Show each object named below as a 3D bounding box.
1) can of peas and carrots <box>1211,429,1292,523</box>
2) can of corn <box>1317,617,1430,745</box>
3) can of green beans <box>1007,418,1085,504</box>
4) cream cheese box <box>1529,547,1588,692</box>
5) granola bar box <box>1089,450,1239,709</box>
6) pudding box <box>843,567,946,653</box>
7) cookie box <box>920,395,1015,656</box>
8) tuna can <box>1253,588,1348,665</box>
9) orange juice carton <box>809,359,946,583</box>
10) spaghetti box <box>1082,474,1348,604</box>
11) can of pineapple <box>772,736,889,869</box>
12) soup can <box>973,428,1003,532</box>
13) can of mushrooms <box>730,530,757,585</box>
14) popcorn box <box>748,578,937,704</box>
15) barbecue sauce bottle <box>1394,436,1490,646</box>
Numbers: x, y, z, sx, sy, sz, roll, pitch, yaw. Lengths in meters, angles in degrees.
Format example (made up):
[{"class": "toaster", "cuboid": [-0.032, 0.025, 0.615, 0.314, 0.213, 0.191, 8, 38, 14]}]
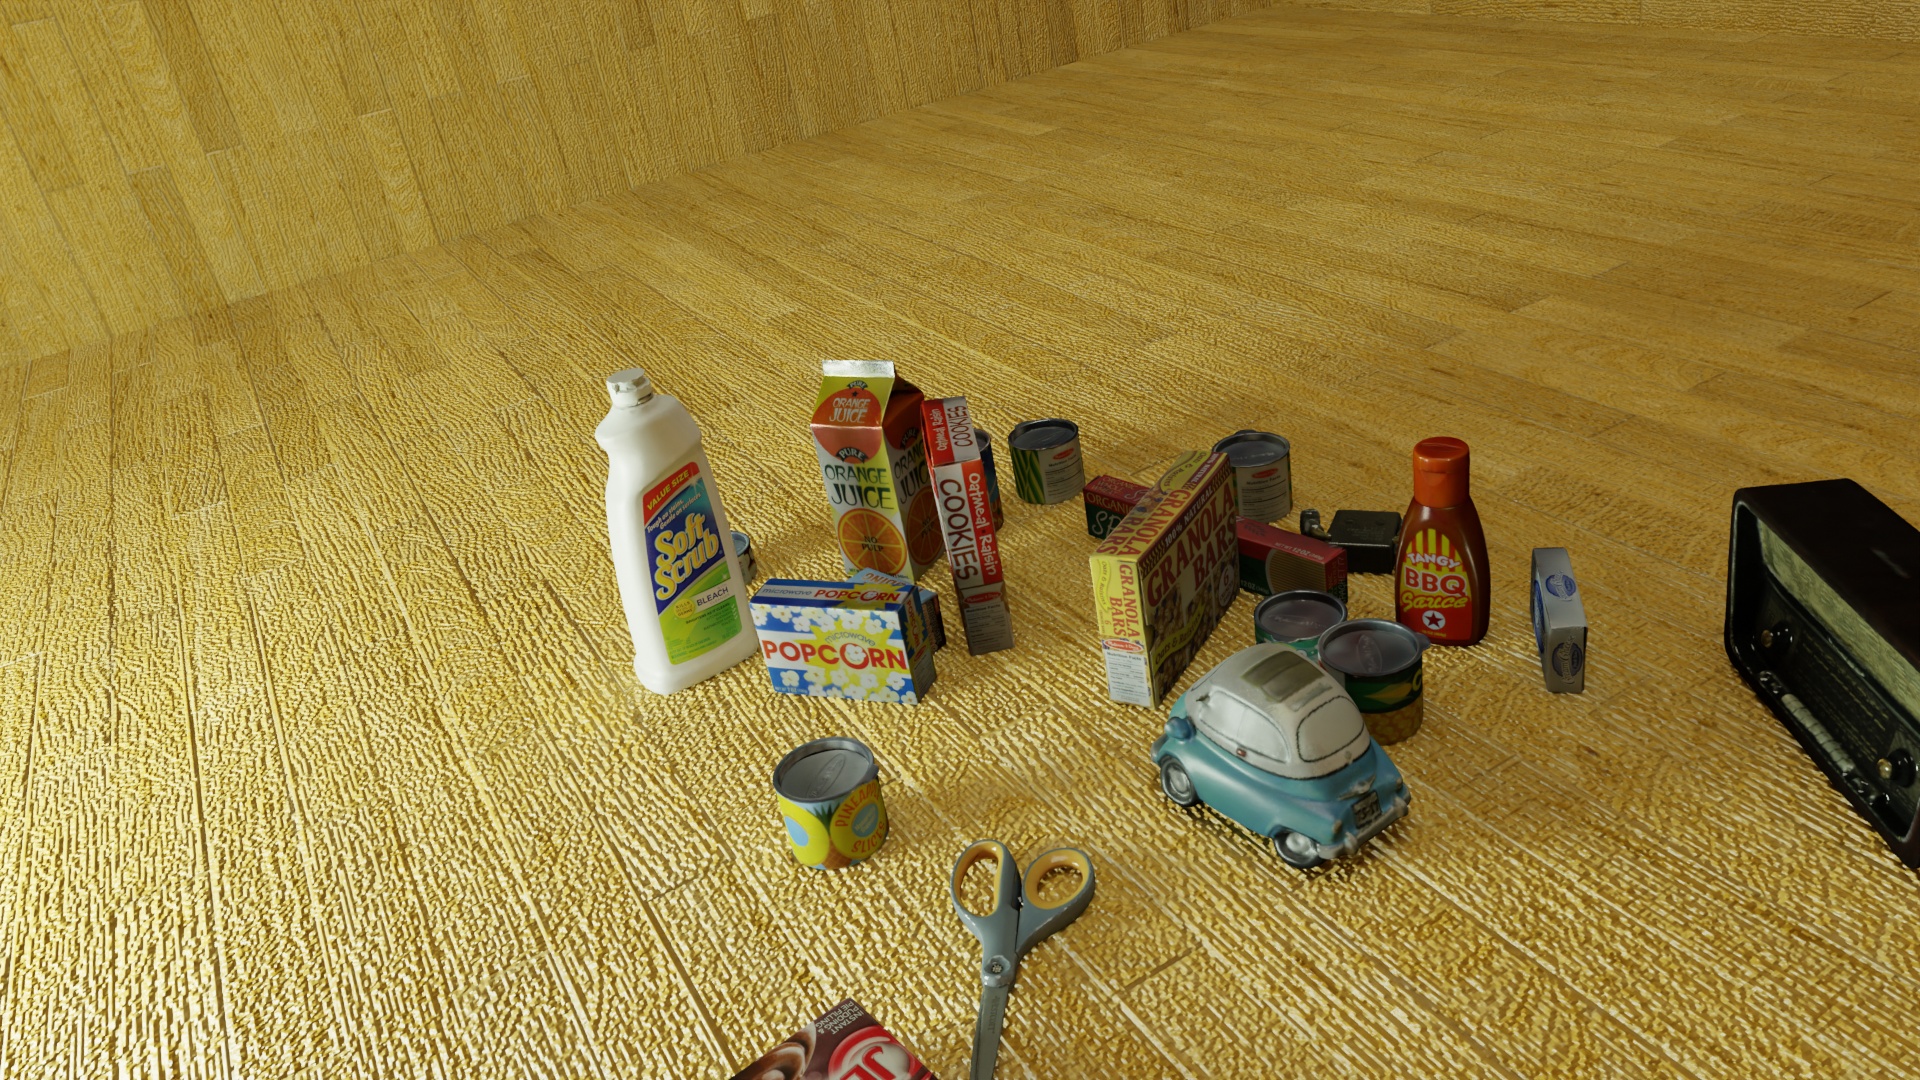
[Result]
[{"class": "can of peas and carrots", "cuboid": [0.250, -0.054, 1.192, 0.071, 0.058, 0.071, -8, 28, 5]}, {"class": "can of corn", "cuboid": [0.273, 0.093, 0.914, 0.071, 0.058, 0.071, -8, 28, 5]}, {"class": "can of green beans", "cuboid": [0.080, -0.074, 1.286, 0.071, 0.057, 0.071, -8, 28, 5]}, {"class": "cream cheese box", "cuboid": [0.407, 0.053, 0.946, 0.024, 0.053, 0.104, -2, 29, 16]}, {"class": "granola bar box", "cuboid": [0.154, 0.025, 1.010, 0.039, 0.123, 0.166, 8, 33, 31]}, {"class": "pudding box", "cuboid": [-0.053, 0.057, 1.100, 0.084, 0.049, 0.030, 17, 39, 41]}, {"class": "cookie box", "cuboid": [0.004, -0.014, 1.087, 0.040, 0.166, 0.123, -11, 28, -1]}, {"class": "tuna can", "cuboid": [0.244, 0.067, 0.999, 0.071, 0.032, 0.071, -8, 28, 5]}, {"class": "orange juice carton", "cuboid": [-0.069, -0.065, 1.179, 0.072, 0.191, 0.073, 6, 32, 28]}, {"class": "spaghetti box", "cuboid": [0.197, 0.000, 1.119, 0.029, 0.050, 0.250, -30, 34, -32]}, {"class": "can of pineapple", "cuboid": [-0.082, 0.170, 0.896, 0.071, 0.057, 0.071, -8, 28, 5]}, {"class": "soup can", "cuboid": [0.001, -0.048, 1.238, 0.071, 0.083, 0.072, -8, 28, 5]}, {"class": "can of mushrooms", "cuboid": [-0.217, 0.019, 1.243, 0.071, 0.033, 0.071, -8, 28, 5]}, {"class": "popcorn box", "cuboid": [-0.088, 0.075, 1.043, 0.126, 0.084, 0.038, 2, 31, 22]}, {"class": "barbecue sauce bottle", "cuboid": [0.335, 0.001, 0.966, 0.065, 0.147, 0.044, 10, 34, 34]}]
